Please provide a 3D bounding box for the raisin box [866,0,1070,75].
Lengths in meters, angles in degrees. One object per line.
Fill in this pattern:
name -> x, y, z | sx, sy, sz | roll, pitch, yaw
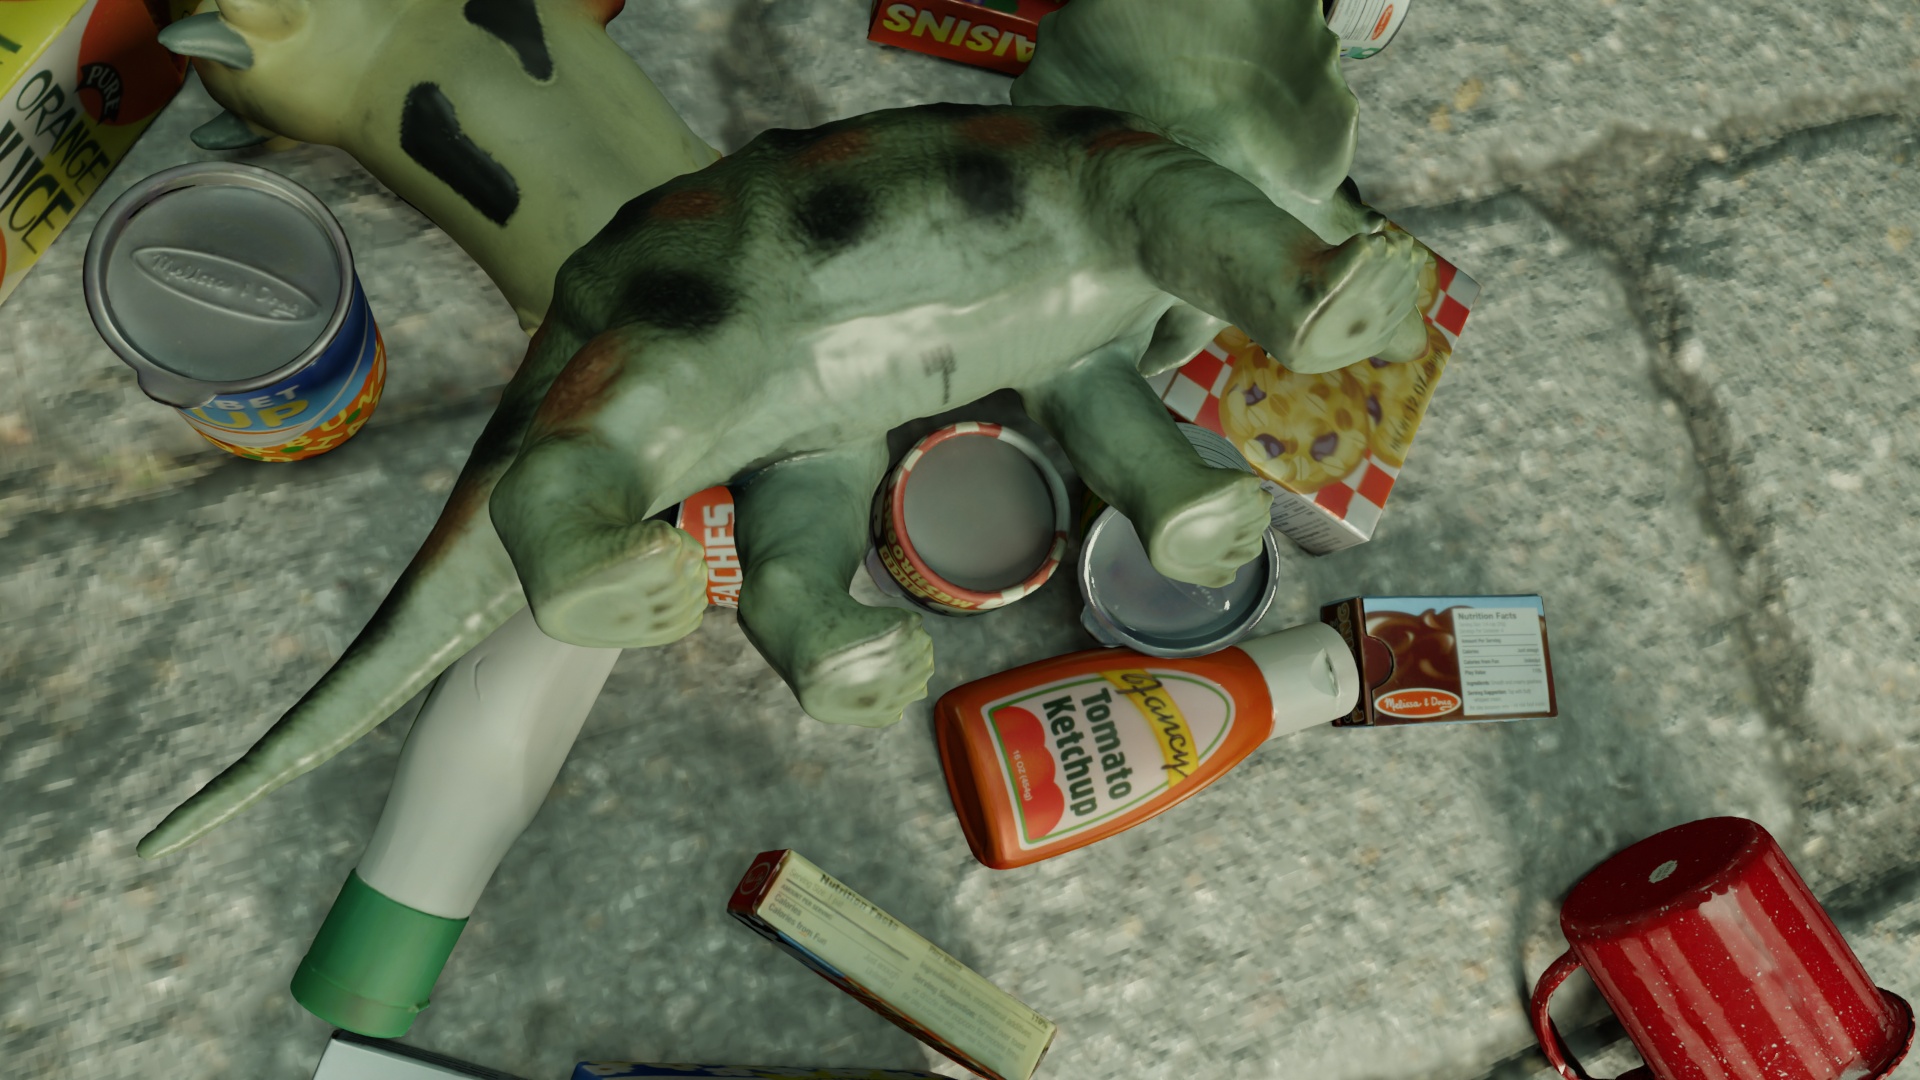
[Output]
raisin box -> 0.014, -0.248, 0.540 | 0.086, 0.040, 0.123 | 9, 75, -15

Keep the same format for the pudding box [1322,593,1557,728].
pudding box -> 0.183, 0.046, 0.533 | 0.084, 0.030, 0.050 | 0, 80, -16

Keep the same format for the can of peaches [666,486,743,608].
can of peaches -> -0.064, -0.007, 0.451 | 0.058, 0.071, 0.071 | 12, 76, -15

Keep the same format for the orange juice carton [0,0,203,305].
orange juice carton -> -0.301, -0.130, 0.405 | 0.072, 0.073, 0.193 | 30, 72, -8

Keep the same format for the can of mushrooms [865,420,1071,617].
can of mushrooms -> 0.002, -0.006, 0.489 | 0.071, 0.033, 0.071 | 3, 78, -16

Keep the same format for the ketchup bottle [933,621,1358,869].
ketchup bottle -> 0.068, 0.064, 0.488 | 0.149, 0.043, 0.064 | -14, 86, -19

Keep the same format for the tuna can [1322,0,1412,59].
tuna can -> 0.153, -0.232, 0.565 | 0.033, 0.071, 0.071 | -2, 79, -16

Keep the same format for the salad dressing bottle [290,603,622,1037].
salad dressing bottle -> -0.147, 0.072, 0.416 | 0.044, 0.064, 0.148 | 25, 80, 1

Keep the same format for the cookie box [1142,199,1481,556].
cookie box -> 0.103, -0.090, 0.533 | 0.167, 0.040, 0.123 | 32, 72, -9

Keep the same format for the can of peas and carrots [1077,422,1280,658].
can of peas and carrots -> 0.072, 0.000, 0.483 | 0.071, 0.059, 0.070 | 2, 114, 4

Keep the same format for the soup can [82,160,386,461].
soup can -> -0.211, -0.061, 0.411 | 0.071, 0.083, 0.071 | 3, 78, -15

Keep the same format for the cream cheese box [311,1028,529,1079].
cream cheese box -> -0.145, 0.185, 0.410 | 0.104, 0.024, 0.053 | 20, 72, -12

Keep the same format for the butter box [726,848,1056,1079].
butter box -> -0.023, 0.136, 0.441 | 0.103, 0.053, 0.024 | 36, 69, -7

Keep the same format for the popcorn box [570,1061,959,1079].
popcorn box -> -0.040, 0.176, 0.395 | 0.127, 0.085, 0.038 | 14, 74, -30
